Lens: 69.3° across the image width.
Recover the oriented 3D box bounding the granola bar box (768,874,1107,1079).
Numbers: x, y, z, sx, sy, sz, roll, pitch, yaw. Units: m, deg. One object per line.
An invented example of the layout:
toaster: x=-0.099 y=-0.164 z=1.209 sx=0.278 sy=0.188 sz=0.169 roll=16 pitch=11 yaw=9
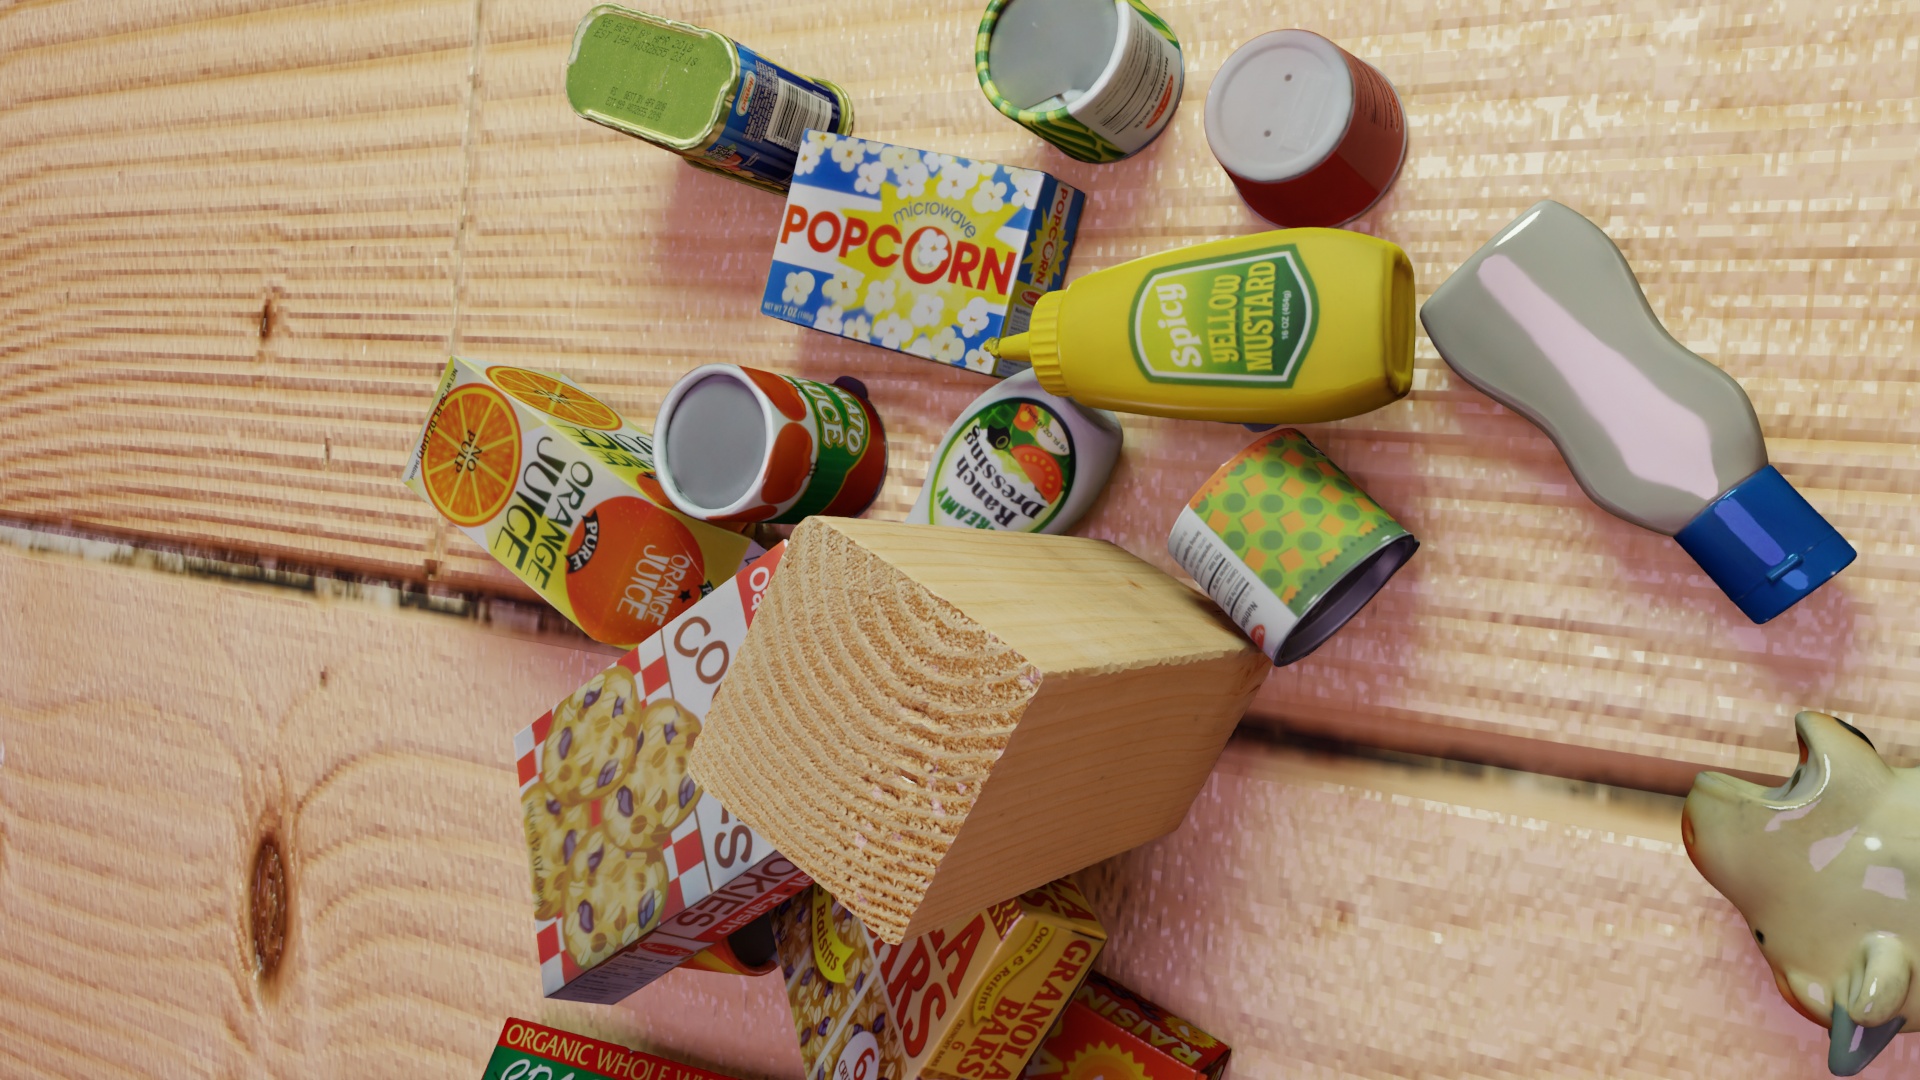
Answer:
granola bar box: x=-0.017 y=0.145 z=0.527 sx=0.124 sy=0.039 sz=0.166 roll=-59 pitch=24 yaw=11

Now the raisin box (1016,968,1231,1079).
raisin box: x=0.034 y=0.212 z=0.552 sx=0.123 sy=0.040 sz=0.086 roll=23 pitch=98 yaw=28

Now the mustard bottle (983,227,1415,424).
mustard bottle: x=0.076 y=-0.072 z=0.494 sx=0.160 sy=0.049 sz=0.065 roll=-1 pitch=86 yaw=30

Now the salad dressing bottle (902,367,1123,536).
salad dressing bottle: x=0.002 y=-0.007 z=0.576 sx=0.064 sy=0.044 sz=0.147 roll=48 pitch=113 yaw=8

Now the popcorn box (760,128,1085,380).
popcorn box: x=-0.019 y=-0.123 z=0.596 sx=0.127 sy=0.038 sz=0.085 roll=19 pitch=97 yaw=29

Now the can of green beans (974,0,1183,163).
can of green beans: x=0.047 y=-0.189 z=0.550 sx=0.071 sy=0.058 sz=0.071 roll=-1 pitch=87 yaw=30

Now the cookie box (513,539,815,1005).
cookie box: x=-0.106 y=0.095 z=0.567 sx=0.167 sy=0.040 sz=0.123 roll=-35 pitch=52 yaw=20

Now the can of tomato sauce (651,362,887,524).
can of tomato sauce: x=-0.081 y=-0.041 z=0.602 sx=0.071 sy=0.083 sz=0.071 roll=-1 pitch=88 yaw=30

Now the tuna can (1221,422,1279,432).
tuna can: x=0.101 y=-0.076 z=0.529 sx=0.071 sy=0.033 sz=0.071 roll=-1 pitch=87 yaw=30

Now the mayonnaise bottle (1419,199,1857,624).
mayonnaise bottle: x=0.222 y=-0.040 z=0.455 sx=0.064 sy=0.041 sz=0.148 roll=-44 pitch=69 yaw=23

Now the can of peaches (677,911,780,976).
can of peaches: x=-0.111 y=0.157 z=0.619 sx=0.058 sy=0.071 sz=0.071 roll=-4 pitch=86 yaw=29

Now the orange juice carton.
orange juice carton: x=-0.169 y=-0.011 z=0.657 sx=0.193 sy=0.073 sz=0.071 roll=33 pitch=104 yaw=26

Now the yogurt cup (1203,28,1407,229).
yogurt cup: x=0.123 y=-0.151 z=0.508 sx=0.072 sy=0.054 sz=0.072 roll=-1 pitch=89 yaw=29

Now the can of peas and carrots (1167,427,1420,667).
can of peas and carrots: x=0.119 y=0.001 z=0.499 sx=0.059 sy=0.071 sz=0.070 roll=48 pitch=110 yaw=23

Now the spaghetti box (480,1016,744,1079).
spaghetti box: x=-0.123 y=0.267 z=0.634 sx=0.250 sy=0.028 sz=0.050 roll=1 pitch=58 yaw=29
